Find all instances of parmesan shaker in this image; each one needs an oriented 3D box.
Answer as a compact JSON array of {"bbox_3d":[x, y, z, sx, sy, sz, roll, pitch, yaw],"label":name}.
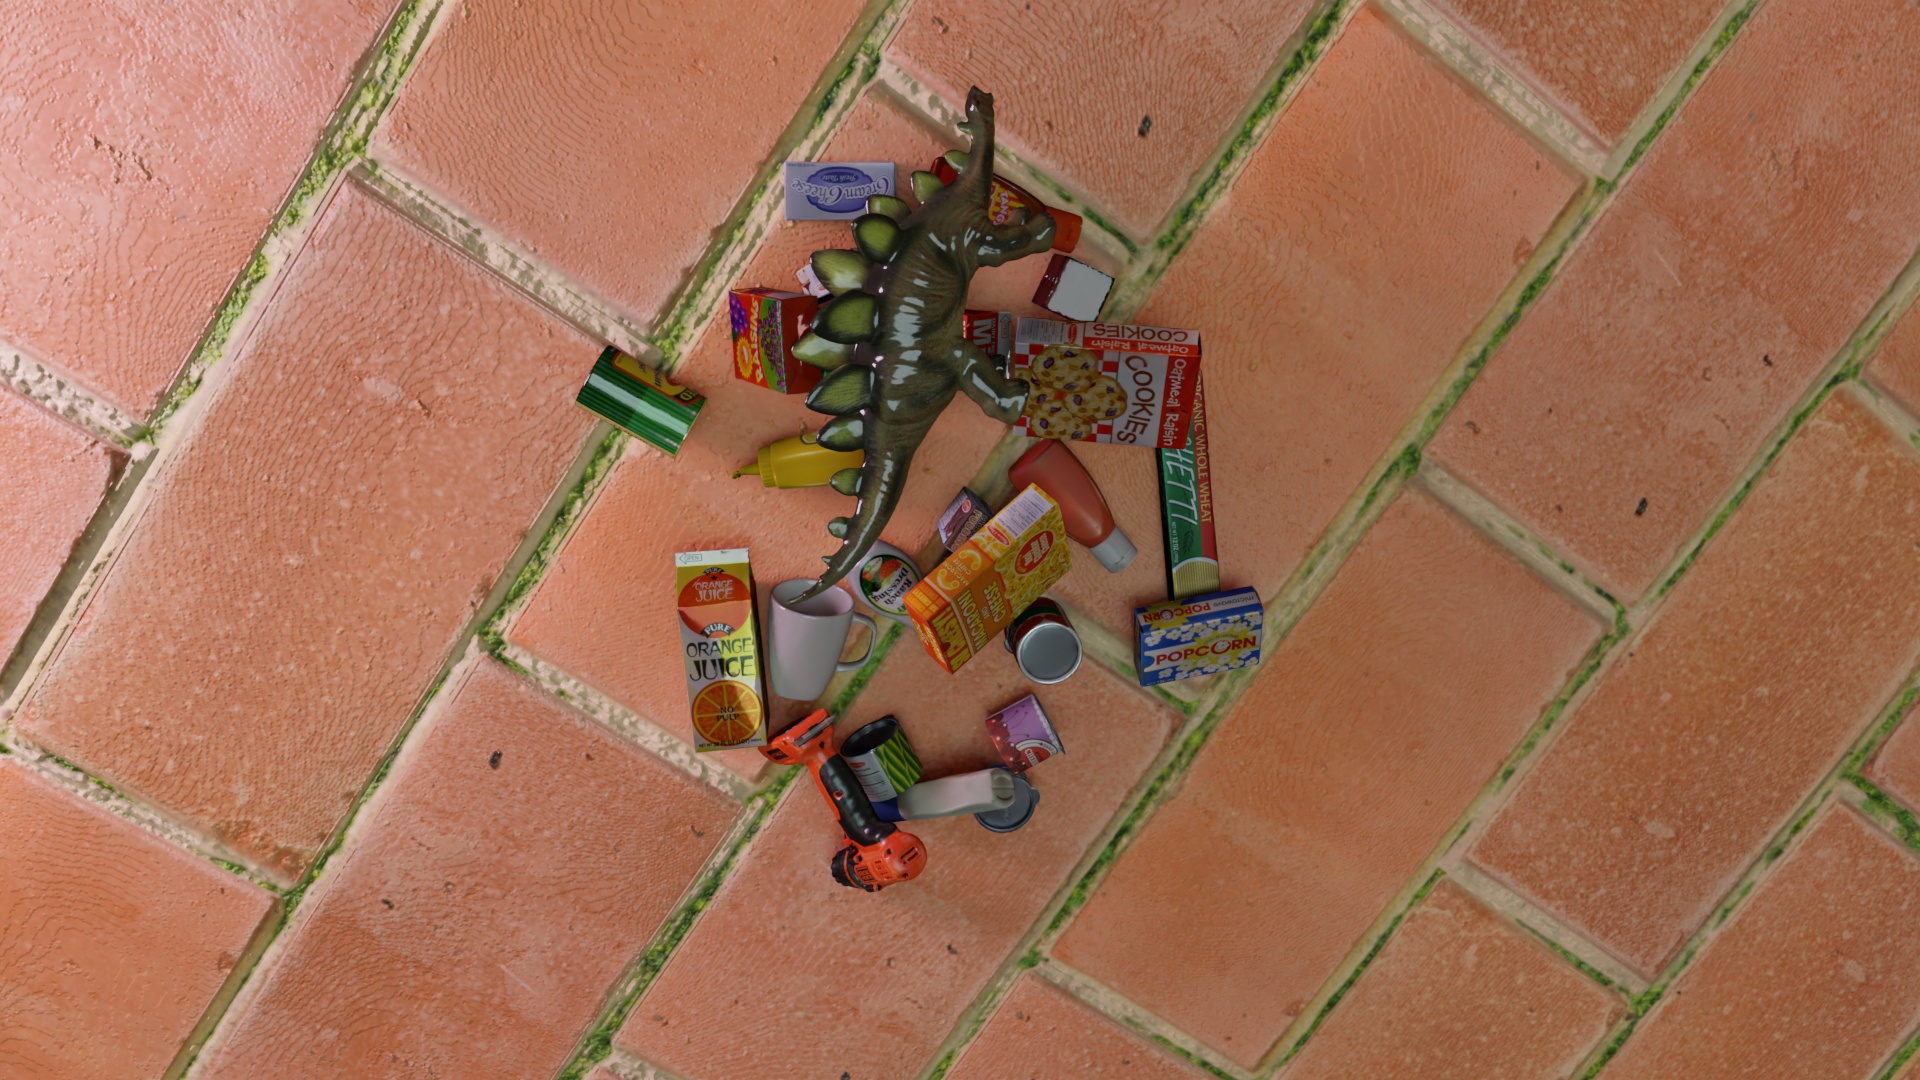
[{"bbox_3d":[-0.295,-0.128,1.286,0.103,0.071,0.071,29,100,-13],"label":"parmesan shaker"}]

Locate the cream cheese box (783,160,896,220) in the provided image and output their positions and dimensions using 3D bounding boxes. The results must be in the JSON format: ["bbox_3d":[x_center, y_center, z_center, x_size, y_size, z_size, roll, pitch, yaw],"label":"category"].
[{"bbox_3d":[-0.111,-0.323,1.281,0.104,0.024,0.053,-1,105,-6],"label":"cream cheese box"}]

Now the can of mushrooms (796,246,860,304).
[{"bbox_3d":[-0.115,-0.243,1.280,0.071,0.071,0.033,-23,95,0],"label":"can of mushrooms"}]

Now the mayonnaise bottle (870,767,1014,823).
[{"bbox_3d":[-0.023,0.260,1.403,0.148,0.065,0.041,-12,75,23],"label":"mayonnaise bottle"}]

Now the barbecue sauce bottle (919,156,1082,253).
[{"bbox_3d":[0.039,-0.306,1.293,0.148,0.044,0.064,15,100,-10],"label":"barbecue sauce bottle"}]

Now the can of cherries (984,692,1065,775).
[{"bbox_3d":[0.066,0.199,1.410,0.058,0.071,0.071,-28,106,2],"label":"can of cherries"}]

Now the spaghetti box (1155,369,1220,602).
[{"bbox_3d":[0.224,-0.051,1.386,0.050,0.029,0.249,-9,105,-5],"label":"spaghetti box"}]

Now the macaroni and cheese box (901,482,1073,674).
[{"bbox_3d":[0.030,0.039,1.320,0.167,0.123,0.040,-42,61,-13],"label":"macaroni and cheese box"}]

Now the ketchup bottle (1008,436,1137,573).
[{"bbox_3d":[0.116,-0.031,1.371,0.064,0.044,0.148,-39,105,12],"label":"ketchup bottle"}]

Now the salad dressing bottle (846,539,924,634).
[{"bbox_3d":[-0.049,0.062,1.376,0.147,0.044,0.064,44,88,-17],"label":"salad dressing bottle"}]

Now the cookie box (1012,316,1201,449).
[{"bbox_3d":[0.134,-0.145,1.296,0.167,0.040,0.122,5,140,5],"label":"cookie box"}]

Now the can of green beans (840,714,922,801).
[{"bbox_3d":[-0.079,0.221,1.402,0.071,0.071,0.057,-27,107,1],"label":"can of green beans"}]

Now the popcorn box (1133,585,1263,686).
[{"bbox_3d":[0.239,0.097,1.402,0.127,0.038,0.084,-11,136,-4],"label":"popcorn box"}]

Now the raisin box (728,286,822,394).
[{"bbox_3d":[-0.168,-0.183,1.258,0.040,0.123,0.086,-12,108,-29],"label":"raisin box"}]

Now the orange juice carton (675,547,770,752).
[{"bbox_3d":[-0.231,0.101,1.350,0.072,0.073,0.192,-5,104,-5],"label":"orange juice carton"}]

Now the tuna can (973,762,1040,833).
[{"bbox_3d":[0.046,0.266,1.444,0.071,0.033,0.071,-2,105,-6],"label":"tuna can"}]

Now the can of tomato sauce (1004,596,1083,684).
[{"bbox_3d":[0.080,0.100,1.380,0.071,0.083,0.071,-2,104,-6],"label":"can of tomato sauce"}]

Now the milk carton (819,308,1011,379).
[{"bbox_3d":[-0.048,-0.180,1.299,0.191,0.073,0.072,0,104,-7],"label":"milk carton"}]

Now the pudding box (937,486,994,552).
[{"bbox_3d":[0.005,-0.017,1.341,0.030,0.084,0.049,36,98,-14],"label":"pudding box"}]

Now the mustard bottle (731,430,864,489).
[{"bbox_3d":[-0.141,-0.077,1.321,0.160,0.065,0.048,-10,110,0],"label":"mustard bottle"}]
